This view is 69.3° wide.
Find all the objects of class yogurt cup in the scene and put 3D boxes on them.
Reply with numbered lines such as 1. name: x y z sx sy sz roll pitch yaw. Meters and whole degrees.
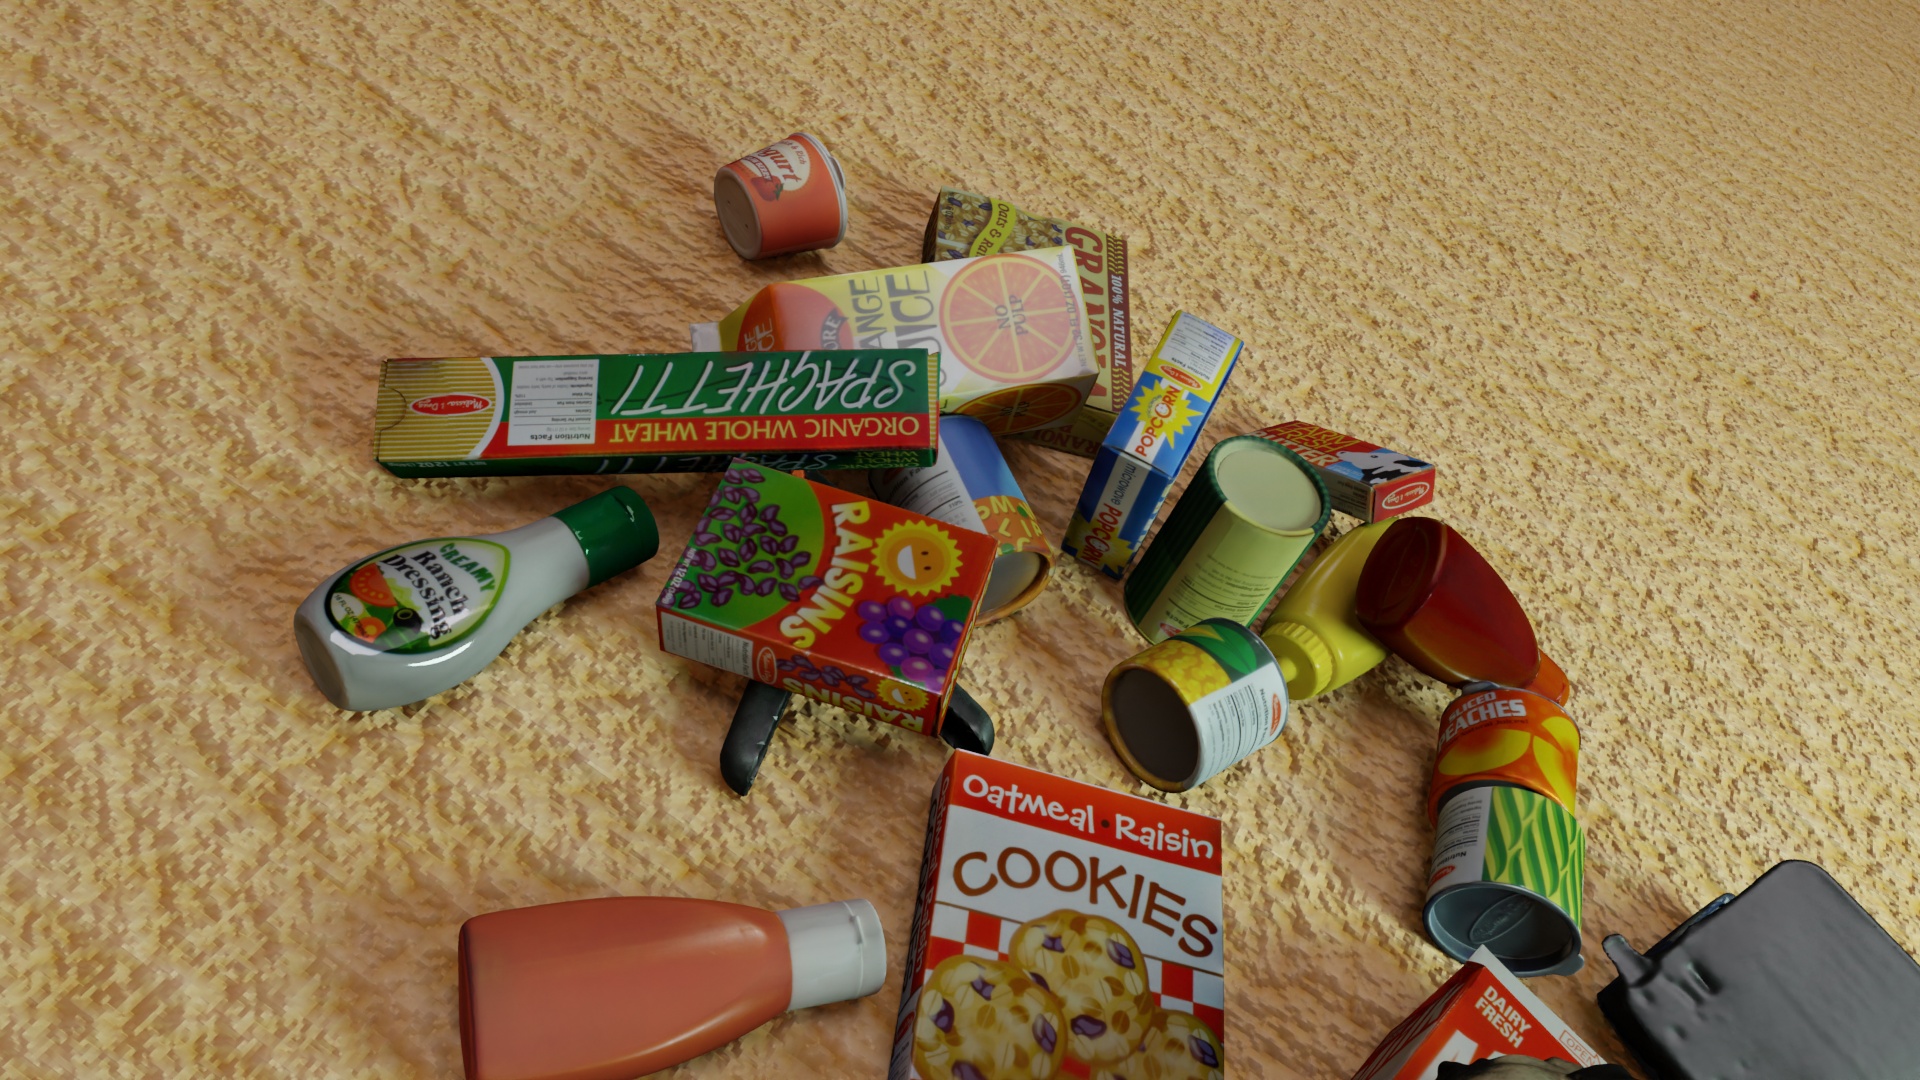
1. yogurt cup: -0.105 -0.193 0.794 0.054 0.072 0.072 -25 64 -28

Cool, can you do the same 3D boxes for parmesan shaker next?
1. parmesan shaker: 0.134 0.005 0.691 0.071 0.102 0.072 12 48 -13

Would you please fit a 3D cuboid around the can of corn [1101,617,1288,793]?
1. can of corn: 0.106 0.076 0.647 0.058 0.070 0.071 -21 62 -34

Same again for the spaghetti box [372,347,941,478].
1. spaghetti box: -0.133 -0.057 0.626 0.250 0.028 0.050 -1 74 -1

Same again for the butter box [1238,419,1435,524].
1. butter box: 0.209 -0.041 0.783 0.053 0.024 0.103 -16 27 -31

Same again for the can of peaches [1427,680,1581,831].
1. can of peaches: 0.263 0.113 0.675 0.071 0.071 0.058 27 47 2

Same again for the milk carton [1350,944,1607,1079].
1. milk carton: 0.184 0.235 0.534 0.191 0.073 0.072 -30 67 -39

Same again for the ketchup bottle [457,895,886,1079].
1. ketchup bottle: -0.102 0.158 0.503 0.149 0.043 0.065 -2 53 -24

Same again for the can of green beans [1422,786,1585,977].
1. can of green beans: 0.249 0.155 0.635 0.071 0.071 0.058 28 46 2

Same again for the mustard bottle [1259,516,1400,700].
1. mustard bottle: 0.194 0.042 0.721 0.161 0.048 0.065 -30 73 -38

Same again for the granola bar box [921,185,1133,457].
1. granola bar box: 0.037 -0.131 0.813 0.124 0.038 0.166 14 48 -11

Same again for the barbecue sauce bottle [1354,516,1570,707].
1. barbecue sauce bottle: 0.260 0.048 0.706 0.148 0.043 0.065 34 76 -34

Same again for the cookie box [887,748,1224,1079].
1. cookie box: 0.040 0.175 0.550 0.123 0.040 0.168 17 48 -9

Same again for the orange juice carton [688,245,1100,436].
1. orange juice carton: -0.035 -0.089 0.693 0.193 0.073 0.072 -9 75 -8

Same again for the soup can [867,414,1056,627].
1. soup can: 0.002 -0.008 0.676 0.071 0.071 0.084 -8 56 -28

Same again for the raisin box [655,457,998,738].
1. raisin box: -0.055 0.023 0.591 0.123 0.039 0.086 17 53 5

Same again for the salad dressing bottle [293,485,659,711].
1. salad dressing bottle: -0.198 0.019 0.584 0.148 0.043 0.064 -29 65 -38

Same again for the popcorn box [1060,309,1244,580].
1. popcorn box: 0.093 -0.044 0.688 0.038 0.126 0.085 27 67 6
